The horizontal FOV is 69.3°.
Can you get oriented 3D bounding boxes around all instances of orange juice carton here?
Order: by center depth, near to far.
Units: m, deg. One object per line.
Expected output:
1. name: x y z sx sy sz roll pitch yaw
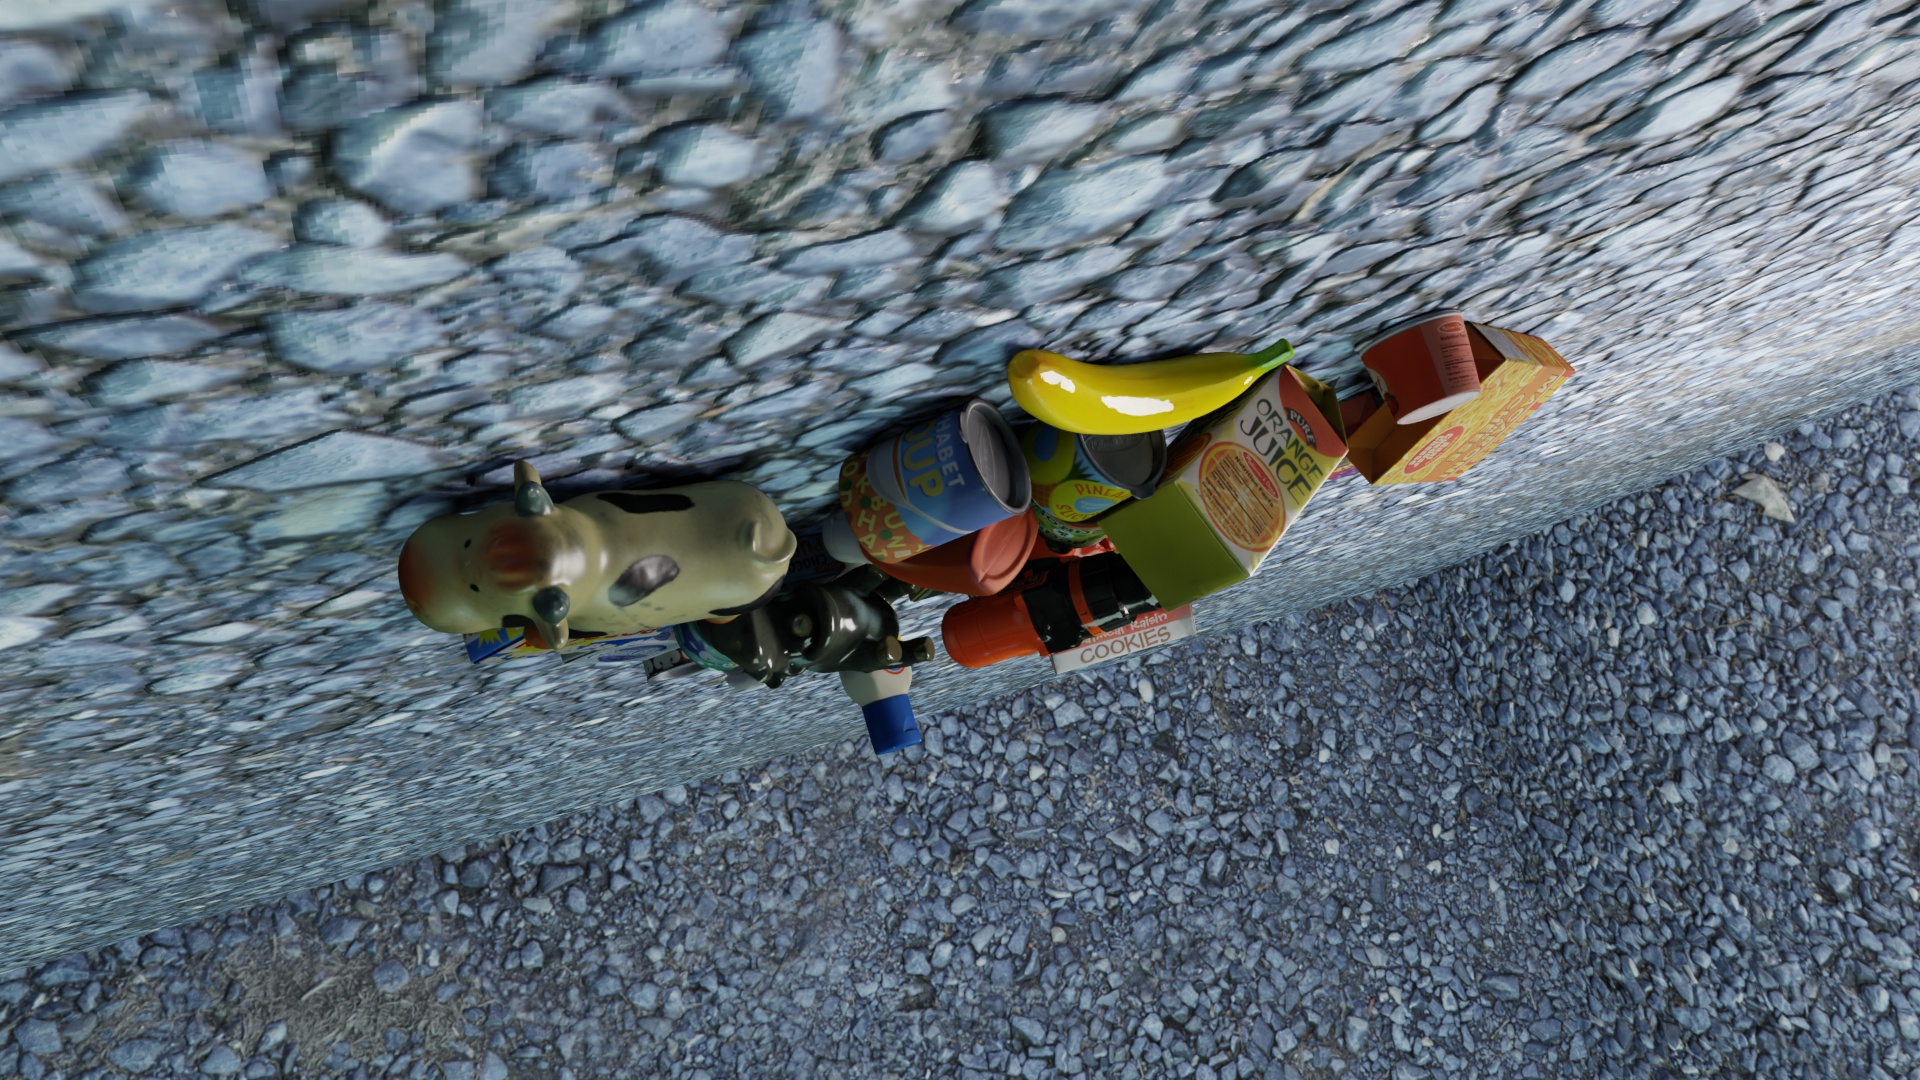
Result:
1. orange juice carton: 0.173 -0.045 0.861 0.071 0.073 0.194 -31 -170 49

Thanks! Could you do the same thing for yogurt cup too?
1. yogurt cup: 0.294 -0.108 0.881 0.072 0.054 0.072 -17 170 -3

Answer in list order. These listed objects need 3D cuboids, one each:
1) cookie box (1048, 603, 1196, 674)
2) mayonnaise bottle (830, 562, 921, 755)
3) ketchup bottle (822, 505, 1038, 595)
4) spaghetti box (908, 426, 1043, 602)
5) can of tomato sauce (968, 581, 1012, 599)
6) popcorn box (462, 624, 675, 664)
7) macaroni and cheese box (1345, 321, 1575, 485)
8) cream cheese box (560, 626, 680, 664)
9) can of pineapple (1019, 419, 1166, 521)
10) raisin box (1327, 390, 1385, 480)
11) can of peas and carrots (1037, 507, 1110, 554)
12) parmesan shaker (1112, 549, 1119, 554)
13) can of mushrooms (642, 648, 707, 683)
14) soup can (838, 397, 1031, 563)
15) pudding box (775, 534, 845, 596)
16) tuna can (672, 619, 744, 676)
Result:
1. cookie box: 0.121 0.044 1.203 0.123 0.040 0.168 -17 -155 0
2. mayonnaise bottle: -0.067 0.085 1.045 0.041 0.148 0.065 -24 167 33
3. ketchup bottle: -0.025 -0.002 0.830 0.148 0.043 0.065 4 -129 47
4. spaghetti box: 0.003 -0.012 0.926 0.029 0.050 0.249 -15 169 -21
5. can of tomato sauce: 0.037 0.026 1.133 0.071 0.071 0.083 -16 169 -6
6. popcorn box: -0.230 0.041 0.858 0.085 0.038 0.127 -26 166 36
7. macaroni and cheese box: 0.359 -0.094 0.995 0.167 0.040 0.123 -4 142 -51
8. cream cheese box: -0.246 0.073 1.033 0.053 0.024 0.104 -21 169 19
9. can of pineapple: 0.075 -0.048 0.796 0.071 0.071 0.057 -9 167 -37
10. raisin box: 0.308 -0.080 1.093 0.086 0.040 0.123 -24 168 30
11. can of peas and carrots: 0.075 -0.031 0.886 0.071 0.071 0.058 -16 169 -8
12. parmesan shaker: 0.129 -0.007 1.119 0.071 0.071 0.103 -15 170 -11
13. can of mushrooms: -0.230 0.092 1.138 0.071 0.033 0.071 -17 170 -3
14. soup can: -0.015 -0.033 0.748 0.083 0.071 0.071 -22 169 25
15. pudding box: -0.126 0.020 0.939 0.084 0.030 0.049 -10 169 -33
16. tuna can: -0.161 0.057 0.959 0.071 0.071 0.032 -10 166 -35
